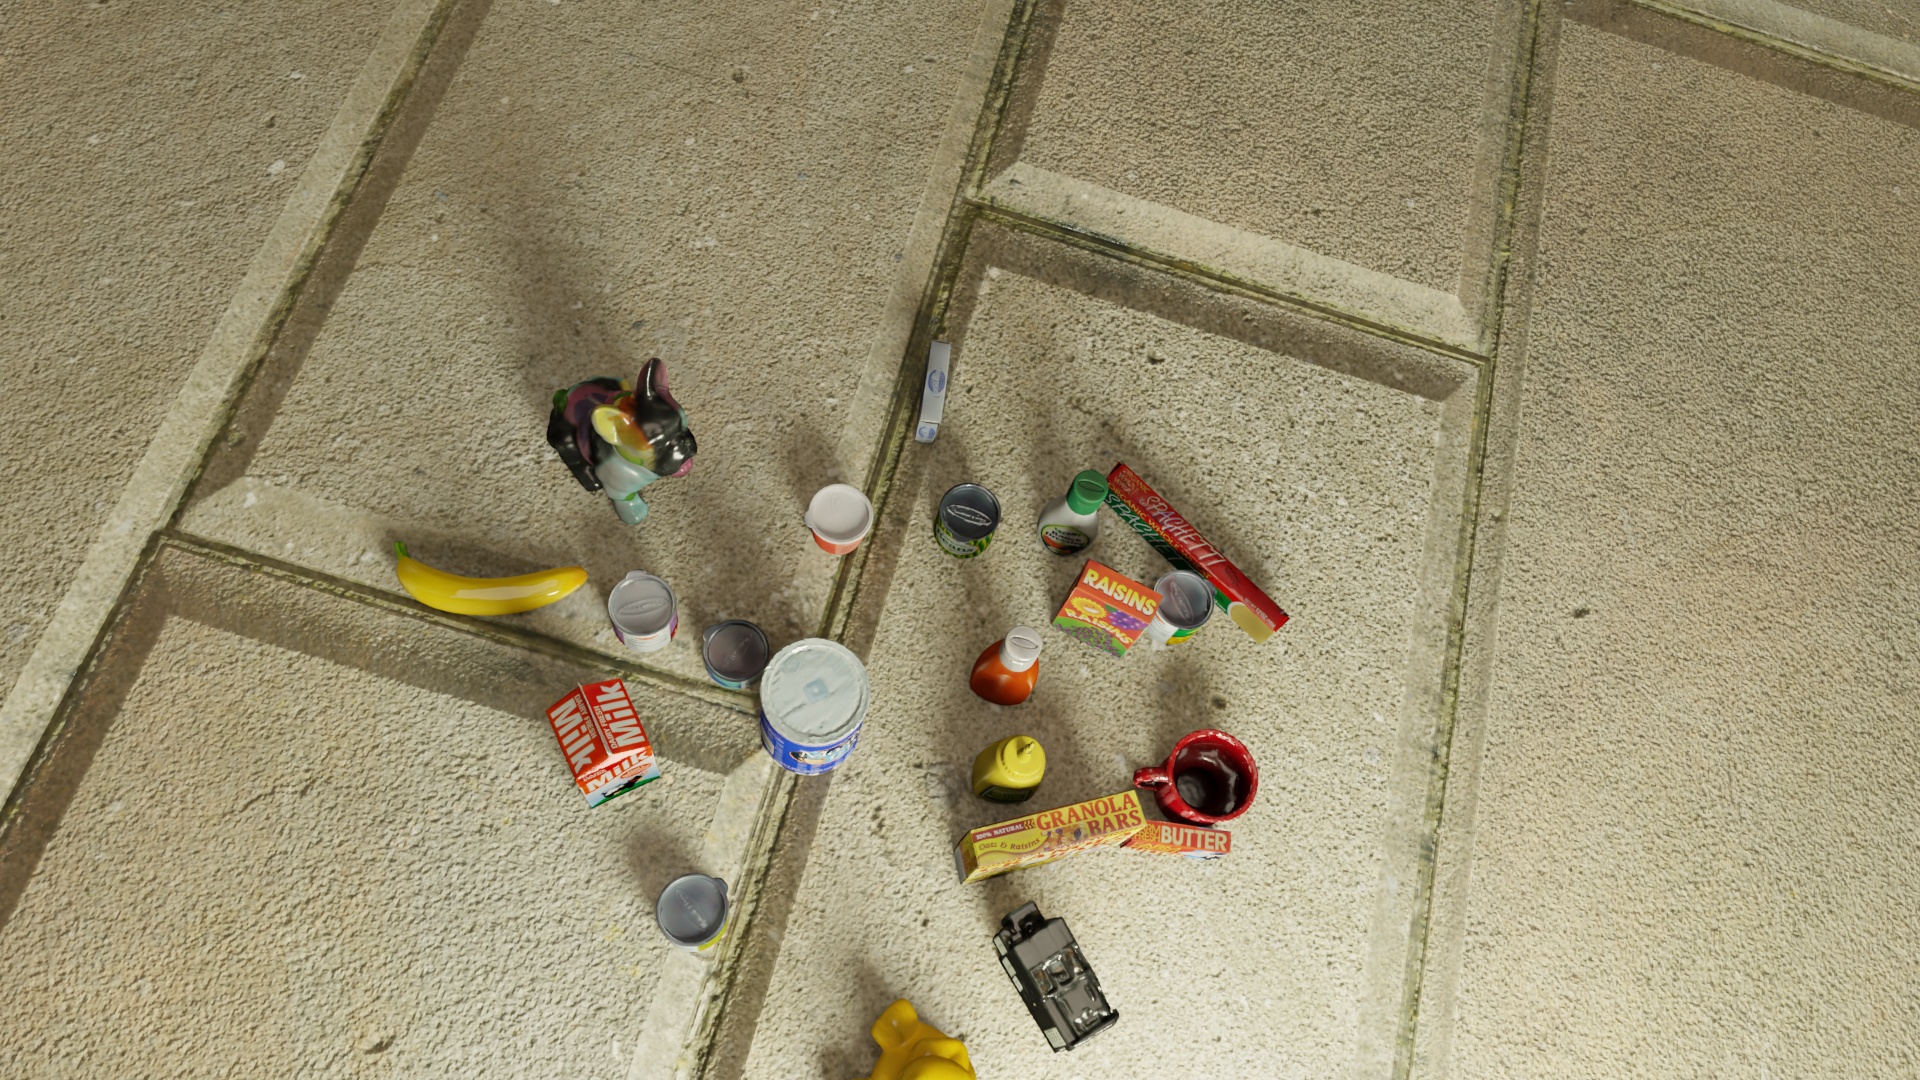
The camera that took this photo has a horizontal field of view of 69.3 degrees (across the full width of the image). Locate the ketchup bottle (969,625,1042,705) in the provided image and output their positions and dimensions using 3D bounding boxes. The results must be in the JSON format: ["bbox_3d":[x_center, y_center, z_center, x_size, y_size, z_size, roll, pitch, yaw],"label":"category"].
[{"bbox_3d":[0.050,0.125,1.387,0.065,0.148,0.044,17,67,-2],"label":"ketchup bottle"}]

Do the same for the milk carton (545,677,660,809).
[{"bbox_3d":[-0.329,0.185,1.282,0.073,0.189,0.072,-24,74,-17],"label":"milk carton"}]

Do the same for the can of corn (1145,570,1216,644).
[{"bbox_3d":[0.233,0.071,1.485,0.071,0.058,0.071,3,68,-7],"label":"can of corn"}]

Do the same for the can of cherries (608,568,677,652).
[{"bbox_3d":[-0.319,0.071,1.401,0.071,0.058,0.072,3,68,-7],"label":"can of cherries"}]

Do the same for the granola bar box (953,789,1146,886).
[{"bbox_3d":[0.082,0.286,1.339,0.166,0.123,0.039,-11,71,-13],"label":"granola bar box"}]

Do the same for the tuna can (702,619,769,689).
[{"bbox_3d":[-0.230,0.115,1.411,0.071,0.032,0.071,3,68,-7],"label":"tuna can"}]

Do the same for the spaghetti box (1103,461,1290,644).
[{"bbox_3d":[0.251,0.014,1.516,0.250,0.050,0.029,44,69,10],"label":"spaghetti box"}]

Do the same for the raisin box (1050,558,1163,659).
[{"bbox_3d":[0.150,0.072,1.437,0.086,0.123,0.040,27,67,3],"label":"raisin box"}]

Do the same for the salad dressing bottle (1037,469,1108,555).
[{"bbox_3d":[0.120,-0.029,1.460,0.064,0.147,0.044,18,67,-1],"label":"salad dressing bottle"}]

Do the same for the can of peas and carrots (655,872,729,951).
[{"bbox_3d":[-0.248,0.347,1.300,0.071,0.058,0.071,3,68,-7],"label":"can of peas and carrots"}]

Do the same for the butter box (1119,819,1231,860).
[{"bbox_3d":[0.214,0.300,1.392,0.103,0.053,0.024,9,68,-5],"label":"butter box"}]

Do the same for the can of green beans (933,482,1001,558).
[{"bbox_3d":[0.006,-0.021,1.488,0.071,0.057,0.071,3,68,-7],"label":"can of green beans"}]

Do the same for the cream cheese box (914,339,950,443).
[{"bbox_3d":[-0.031,-0.165,1.543,0.024,0.053,0.104,9,67,-5],"label":"cream cheese box"}]

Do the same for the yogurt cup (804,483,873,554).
[{"bbox_3d":[-0.128,-0.019,1.469,0.072,0.053,0.072,3,68,-7],"label":"yogurt cup"}]

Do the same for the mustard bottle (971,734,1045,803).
[{"bbox_3d":[0.051,0.219,1.342,0.065,0.159,0.049,7,68,-6],"label":"mustard bottle"}]
